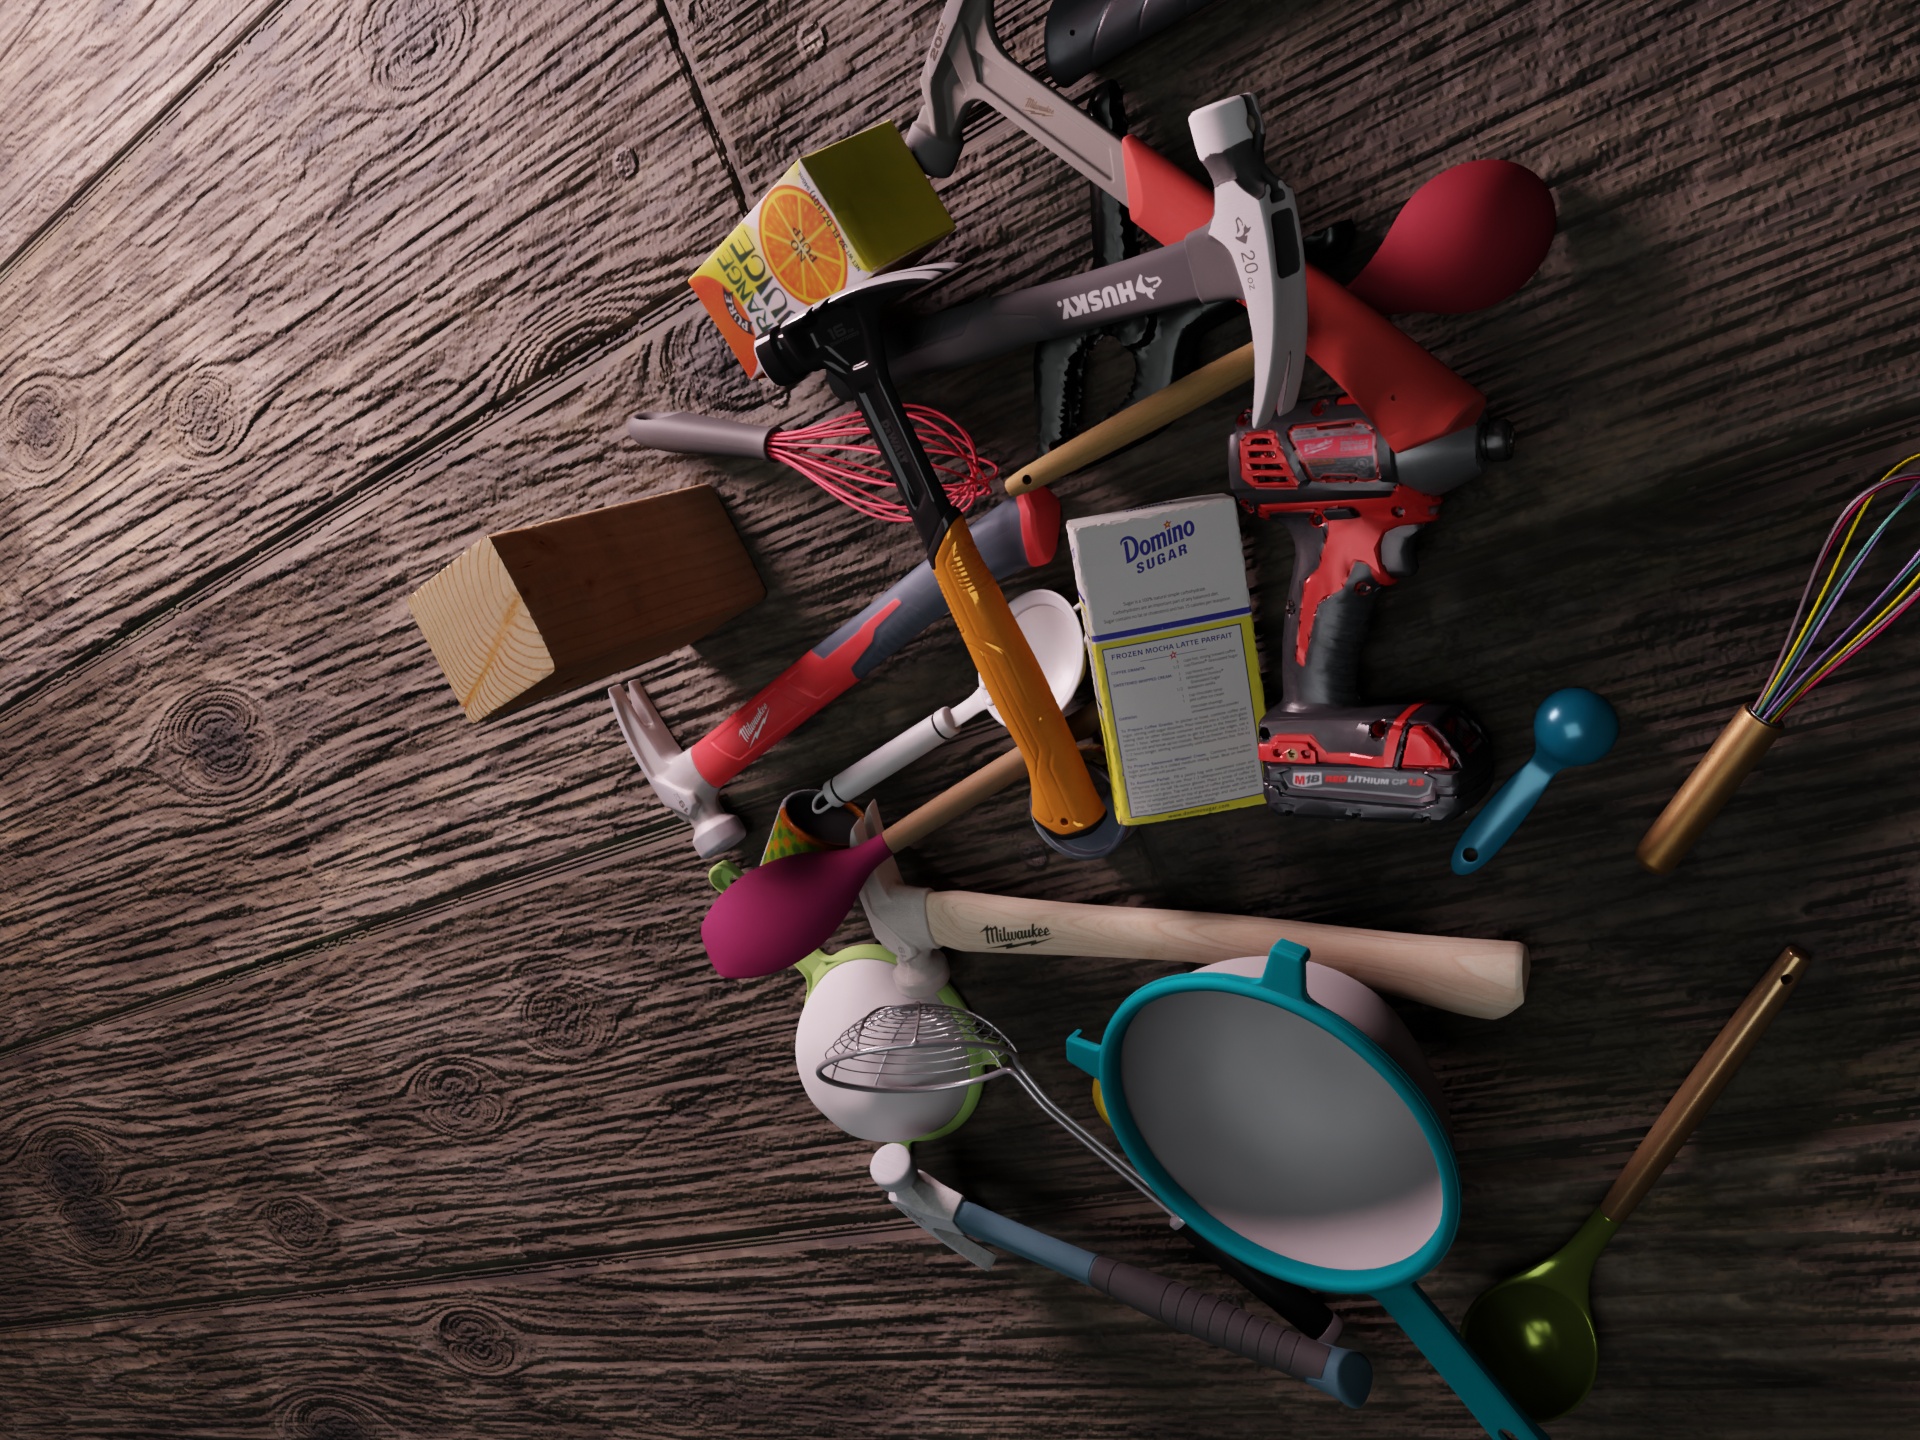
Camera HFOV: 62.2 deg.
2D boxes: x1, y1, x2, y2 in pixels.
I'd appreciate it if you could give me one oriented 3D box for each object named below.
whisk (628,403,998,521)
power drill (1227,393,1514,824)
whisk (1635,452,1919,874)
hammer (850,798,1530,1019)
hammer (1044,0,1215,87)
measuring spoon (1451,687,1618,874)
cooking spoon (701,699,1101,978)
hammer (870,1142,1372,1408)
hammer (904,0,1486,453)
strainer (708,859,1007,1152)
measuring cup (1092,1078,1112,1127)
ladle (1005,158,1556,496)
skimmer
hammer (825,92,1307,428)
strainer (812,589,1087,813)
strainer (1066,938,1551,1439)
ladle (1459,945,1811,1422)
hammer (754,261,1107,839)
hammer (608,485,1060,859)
[{"bbox_3d":[-0.103,-0.172,1.006,0.296,0.073,0.073,14,113,33],"label":"whisk"},{"bbox_3d":[0.220,-0.062,0.836,0.143,0.078,0.219,1,103,32],"label":"power drill"},{"bbox_3d":[0.399,-0.021,0.764,0.047,0.051,0.244,48,131,34],"label":"whisk"},{"bbox_3d":[0.123,0.123,0.954,0.411,0.038,0.146,2,126,27],"label":"hammer"},{"bbox_3d":[0.212,-0.405,0.752,0.409,0.036,0.149,-16,98,35],"label":"hammer"},{"bbox_3d":[0.300,0.038,0.849,0.042,0.021,0.128,38,120,16],"label":"measuring spoon"},{"bbox_3d":[-0.023,0.061,0.968,0.319,0.017,0.069,-32,65,6],"label":"cooking spoon"},{"bbox_3d":[0.100,0.360,1.023,0.331,0.033,0.128,14,151,29],"label":"hammer"},{"bbox_3d":[0.118,-0.262,0.800,0.359,0.036,0.149,44,128,21],"label":"hammer"},{"bbox_3d":[-0.100,0.201,1.118,0.256,0.069,0.151,44,123,10],"label":"strainer"},{"bbox_3d":[0.142,0.212,0.998,0.062,0.029,0.156,51,124,7],"label":"measuring cup"},{"bbox_3d":[0.155,-0.191,0.831,0.315,0.031,0.069,-25,98,27],"label":"ladle"},{"bbox_3d":[0.077,0.298,1.003,0.363,0.090,0.127,38,150,4],"label":"skimmer"},{"bbox_3d":[0.040,-0.210,0.849,0.335,0.035,0.146,-1,113,48],"label":"hammer"},{"bbox_3d":[-0.002,-0.003,0.993,0.258,0.050,0.087,-32,59,29],"label":"strainer"},{"bbox_3d":[0.230,0.257,0.891,0.340,0.095,0.211,51,137,-2],"label":"strainer"},{"bbox_3d":[0.367,0.255,0.861,0.078,0.062,0.320,25,115,7],"label":"ladle"},{"bbox_3d":[0.008,-0.083,0.889,0.127,0.034,0.336,-15,109,35],"label":"hammer"},{"bbox_3d":[-0.088,-0.051,1.048,0.386,0.038,0.143,-35,84,35],"label":"hammer"}]
